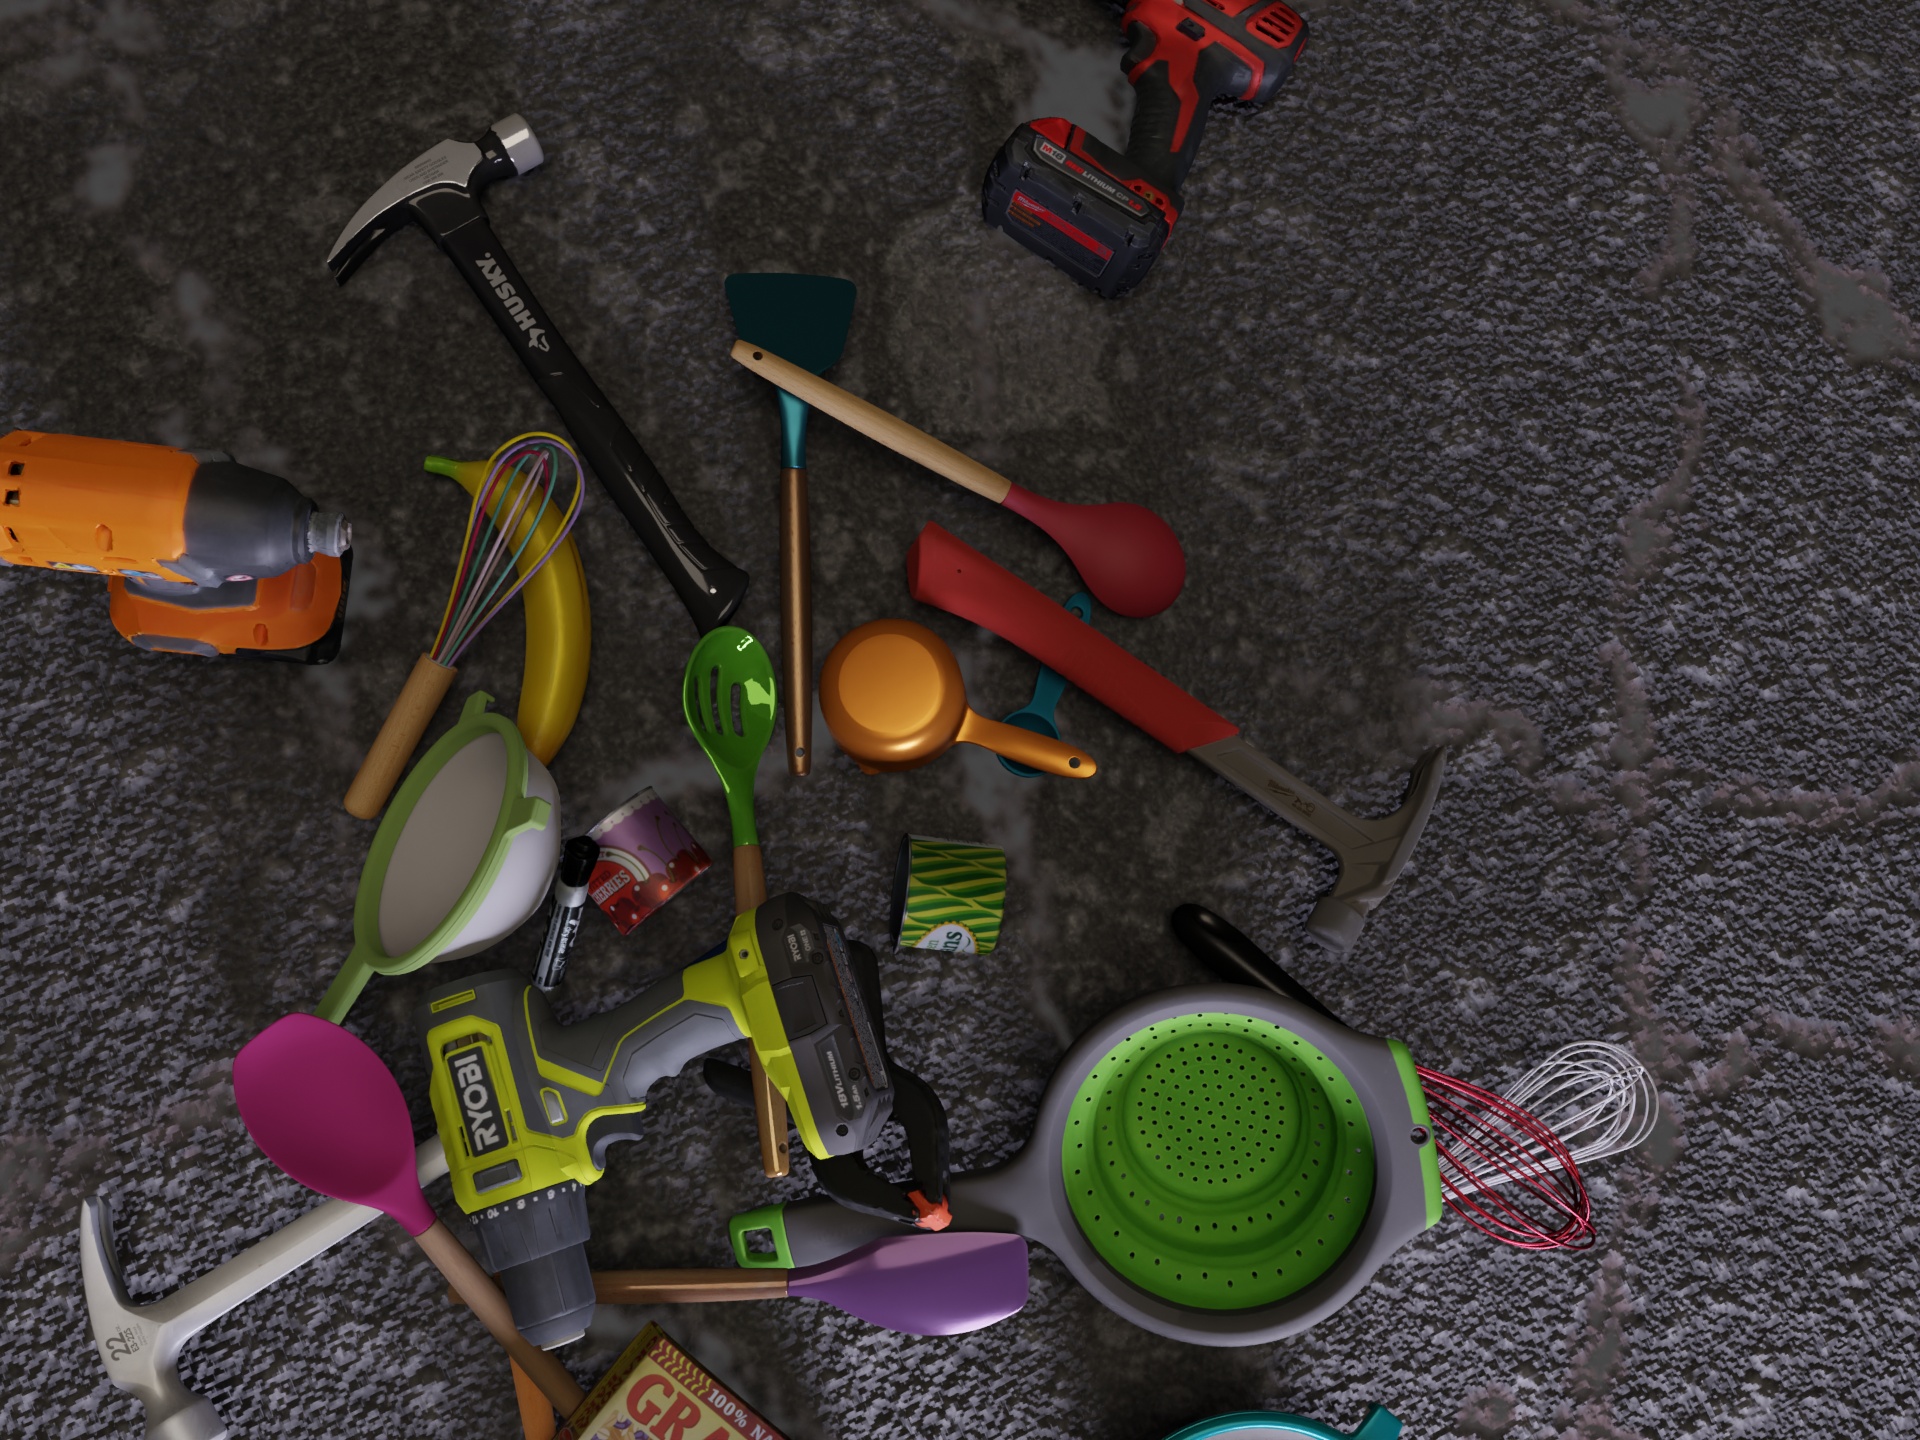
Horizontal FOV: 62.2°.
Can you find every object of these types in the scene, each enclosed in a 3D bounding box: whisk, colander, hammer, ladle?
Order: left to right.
[{"bbox_3d":[-0.287,-0.054,0.896,0.051,0.047,0.245,34,96,32],"label":"whisk"},{"bbox_3d":[-0.275,0.225,0.874,0.405,0.035,0.144,-31,82,-16],"label":"hammer"},{"bbox_3d":[-0.236,-0.192,0.951,0.146,0.035,0.335,-34,89,-12],"label":"hammer"},{"bbox_3d":[0.005,-0.151,0.965,0.315,0.031,0.069,26,79,-12],"label":"ladle"},{"bbox_3d":[0.066,0.256,0.920,0.397,0.094,0.204,-12,94,7],"label":"colander"},{"bbox_3d":[0.126,-0.015,0.971,0.359,0.036,0.149,34,71,-5],"label":"hammer"},{"bbox_3d":[0.242,0.205,0.931,0.296,0.073,0.073,38,78,18],"label":"whisk"},{"bbox_3d":[0.296,0.278,0.963,0.284,0.070,0.070,-26,87,-7],"label":"whisk"}]

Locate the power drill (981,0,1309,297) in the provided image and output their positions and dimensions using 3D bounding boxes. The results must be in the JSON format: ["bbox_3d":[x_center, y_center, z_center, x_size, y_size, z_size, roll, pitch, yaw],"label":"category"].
[{"bbox_3d":[0.098,-0.408,1.014,0.188,0.080,0.227,32,76,-4],"label":"power drill"}]

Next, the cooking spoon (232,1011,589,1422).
[{"bbox_3d":[-0.266,0.284,0.836,0.069,0.017,0.318,-40,107,-26],"label":"cooking spoon"}]

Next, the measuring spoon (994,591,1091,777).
[{"bbox_3d":[0.054,-0.022,0.987,0.042,0.021,0.129,24,70,-7],"label":"measuring spoon"}]

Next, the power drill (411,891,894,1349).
[{"bbox_3d":[-0.156,0.201,0.823,0.228,0.080,0.191,-20,78,3],"label":"power drill"}]

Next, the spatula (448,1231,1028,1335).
[{"bbox_3d":[-0.120,0.311,0.871,0.316,0.018,0.060,0,96,-2],"label":"spatula"}]

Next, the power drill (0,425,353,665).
[{"bbox_3d":[-0.381,-0.085,0.814,0.164,0.226,0.084,6,82,-8],"label":"power drill"}]

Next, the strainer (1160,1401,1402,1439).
[{"bbox_3d":[0.092,0.494,0.882,0.340,0.095,0.211,-5,81,-8],"label":"strainer"}]

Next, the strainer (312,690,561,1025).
[{"bbox_3d":[-0.292,0.119,0.878,0.069,0.152,0.256,30,97,-37],"label":"strainer"}]

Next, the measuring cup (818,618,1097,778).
[{"bbox_3d":[-0.001,-0.003,0.935,0.173,0.052,0.095,19,79,8],"label":"measuring cup"}]

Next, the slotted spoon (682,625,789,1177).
[{"bbox_3d":[-0.121,0.097,0.901,0.070,0.031,0.314,10,65,-45],"label":"slotted spoon"}]

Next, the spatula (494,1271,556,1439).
[{"bbox_3d":[-0.232,0.395,0.880,0.081,0.041,0.323,-12,80,-12],"label":"spatula"}]

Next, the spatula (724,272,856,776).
[{"bbox_3d":[-0.100,-0.124,0.967,0.082,0.044,0.317,0,86,-11],"label":"spatula"}]
